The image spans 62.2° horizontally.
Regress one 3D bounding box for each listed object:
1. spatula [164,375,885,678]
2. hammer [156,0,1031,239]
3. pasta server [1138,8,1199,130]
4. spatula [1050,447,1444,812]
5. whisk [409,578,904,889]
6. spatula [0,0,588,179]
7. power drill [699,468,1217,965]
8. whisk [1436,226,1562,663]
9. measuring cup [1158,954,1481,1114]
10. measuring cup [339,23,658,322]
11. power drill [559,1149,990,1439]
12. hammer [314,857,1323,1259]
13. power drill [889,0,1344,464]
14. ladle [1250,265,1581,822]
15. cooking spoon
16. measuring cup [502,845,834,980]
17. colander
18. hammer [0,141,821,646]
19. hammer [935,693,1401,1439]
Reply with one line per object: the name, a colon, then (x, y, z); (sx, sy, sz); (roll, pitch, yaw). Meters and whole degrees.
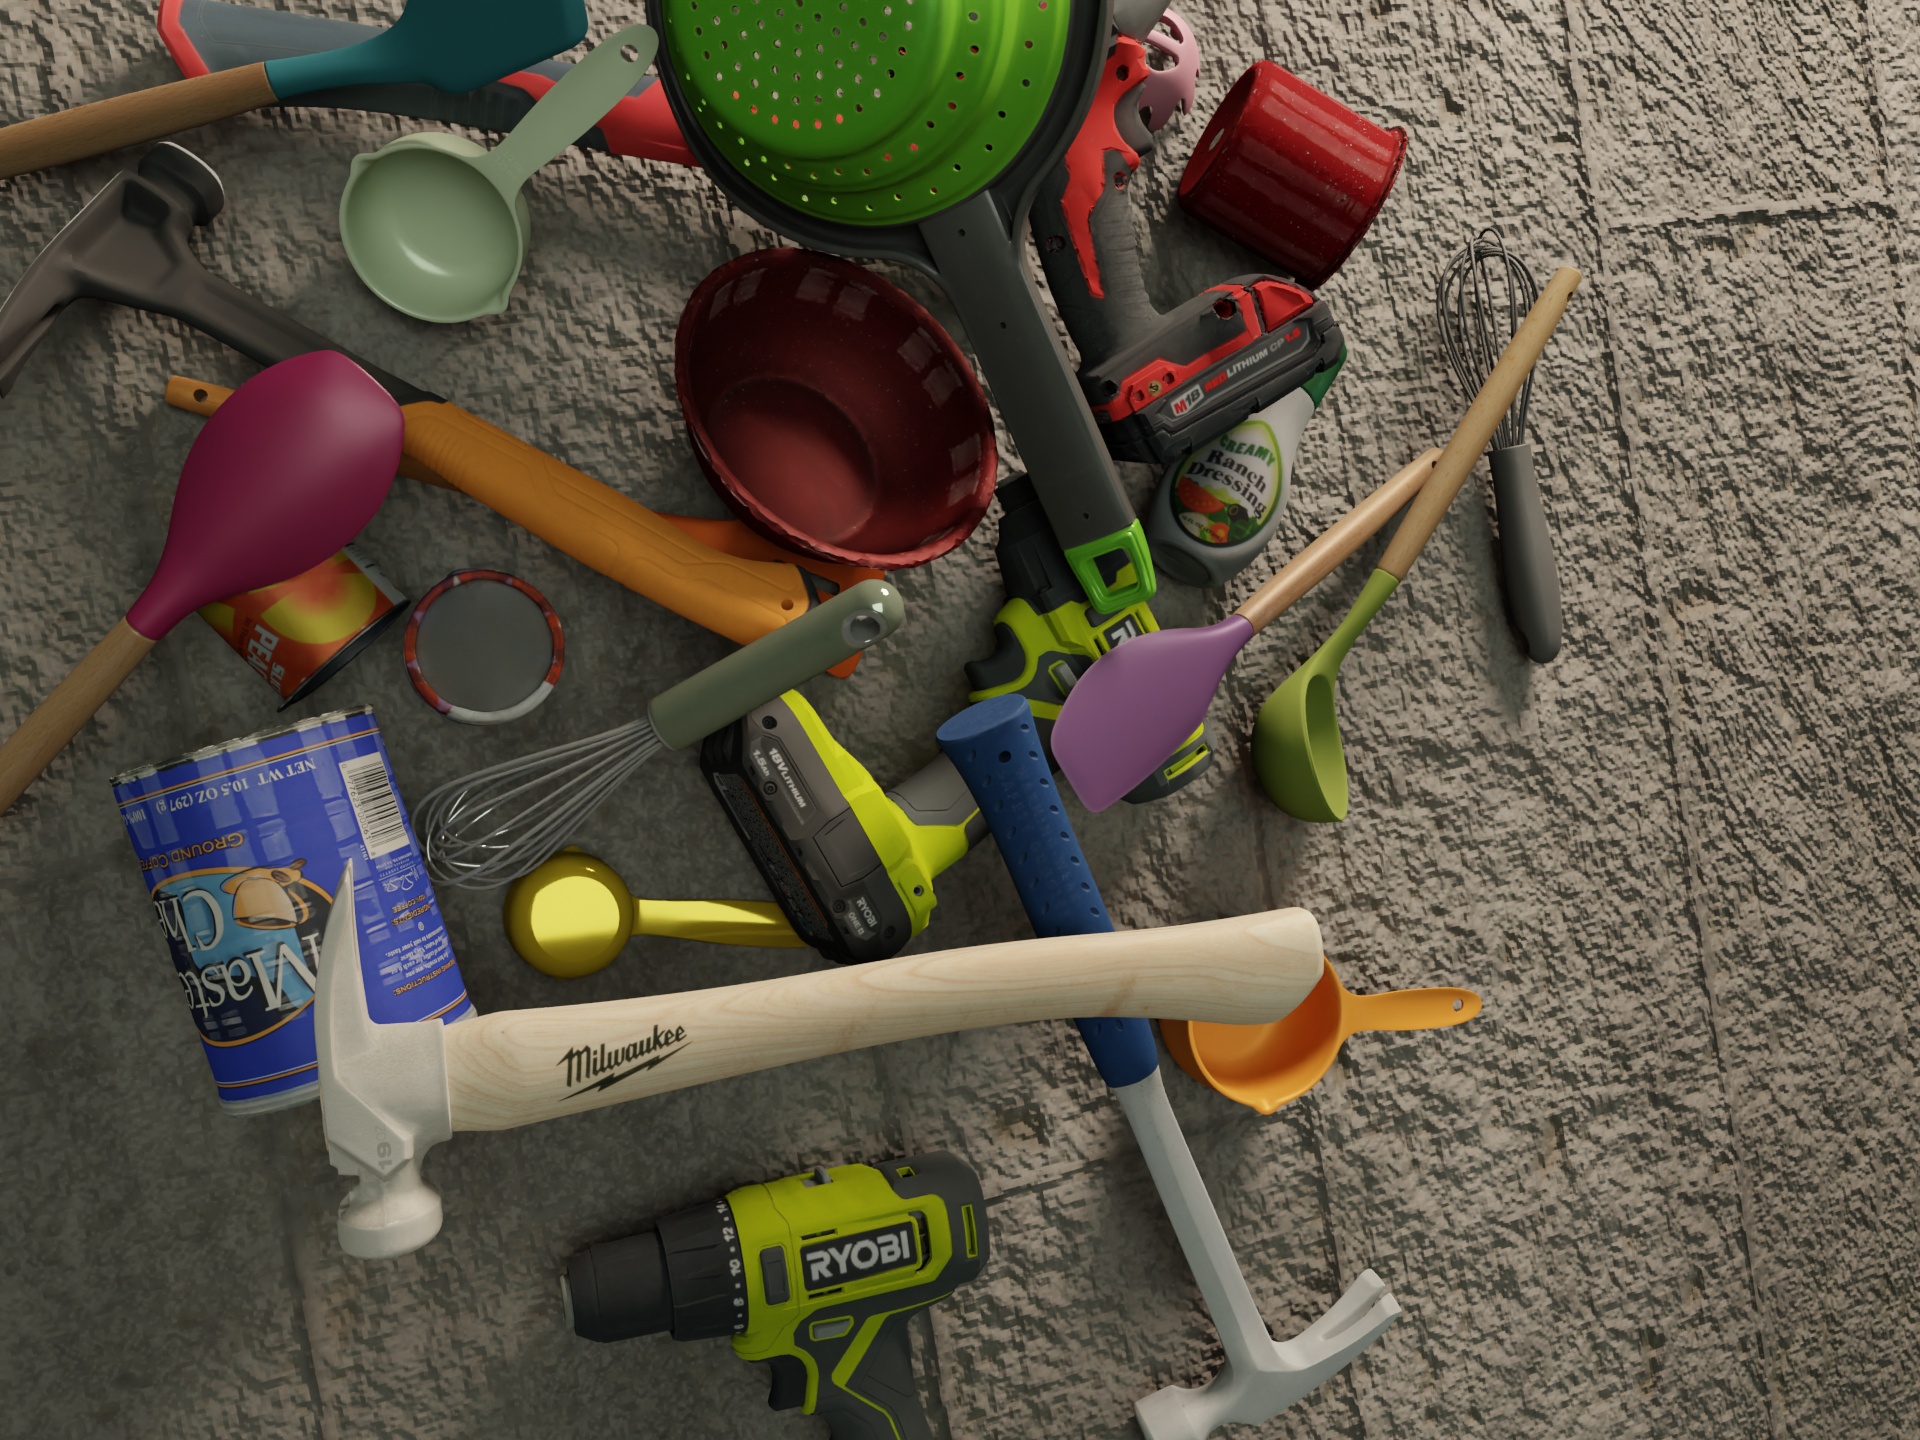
spatula: (-0.186, -0.099, 0.719); (0.322, 0.041, 0.081); (15, 85, -13)
hammer: (-0.146, -0.288, 0.715); (0.386, 0.038, 0.143); (5, 101, -17)
pasta server: (-0.022, -0.366, 0.775); (0.316, 0.040, 0.060); (14, 85, -14)
spatula: (0.154, -0.062, 0.792); (0.316, 0.018, 0.059); (-38, 104, -30)
whisk: (-0.130, 0.005, 0.669); (0.246, 0.059, 0.057); (-28, 125, 13)
spatula: (-0.305, -0.256, 0.635); (0.317, 0.044, 0.082); (-18, 84, -4)
power drill: (-0.001, -0.002, 0.749); (0.223, 0.080, 0.171); (-33, 100, -22)
whisk: (0.302, -0.148, 0.869); (0.055, 0.055, 0.239); (-14, 97, -18)
measuring cup: (0.184, 0.148, 0.824); (0.173, 0.052, 0.095); (1, 89, -20)
measuring cup: (-0.188, -0.238, 0.671); (0.167, 0.038, 0.083); (-34, 118, 18)
power drill: (-0.074, 0.323, 0.724); (0.190, 0.080, 0.228); (-7, 89, -18)
hammer: (-0.040, 0.107, 0.643); (0.410, 0.038, 0.146); (-5, 102, -18)
power drill: (0.078, -0.239, 0.729); (0.143, 0.079, 0.219); (-32, 105, -4)
ladle: (0.244, -0.092, 0.818); (0.320, 0.062, 0.078); (-59, 147, -2)
cooking spoon: (-0.336, -0.018, 0.622); (0.068, 0.017, 0.319); (43, 95, -13)
measuring cup: (-0.129, 0.093, 0.731); (0.156, 0.029, 0.062); (6, 88, -19)
colander: (-0.014, -0.211, 0.647); (0.204, 0.094, 0.397); (-19, 107, 23)
hammer: (-0.214, -0.110, 0.660); (0.336, 0.034, 0.127); (28, 61, -8)
hammer: (0.089, 0.170, 0.743); (0.144, 0.035, 0.405); (-25, 110, -5)
